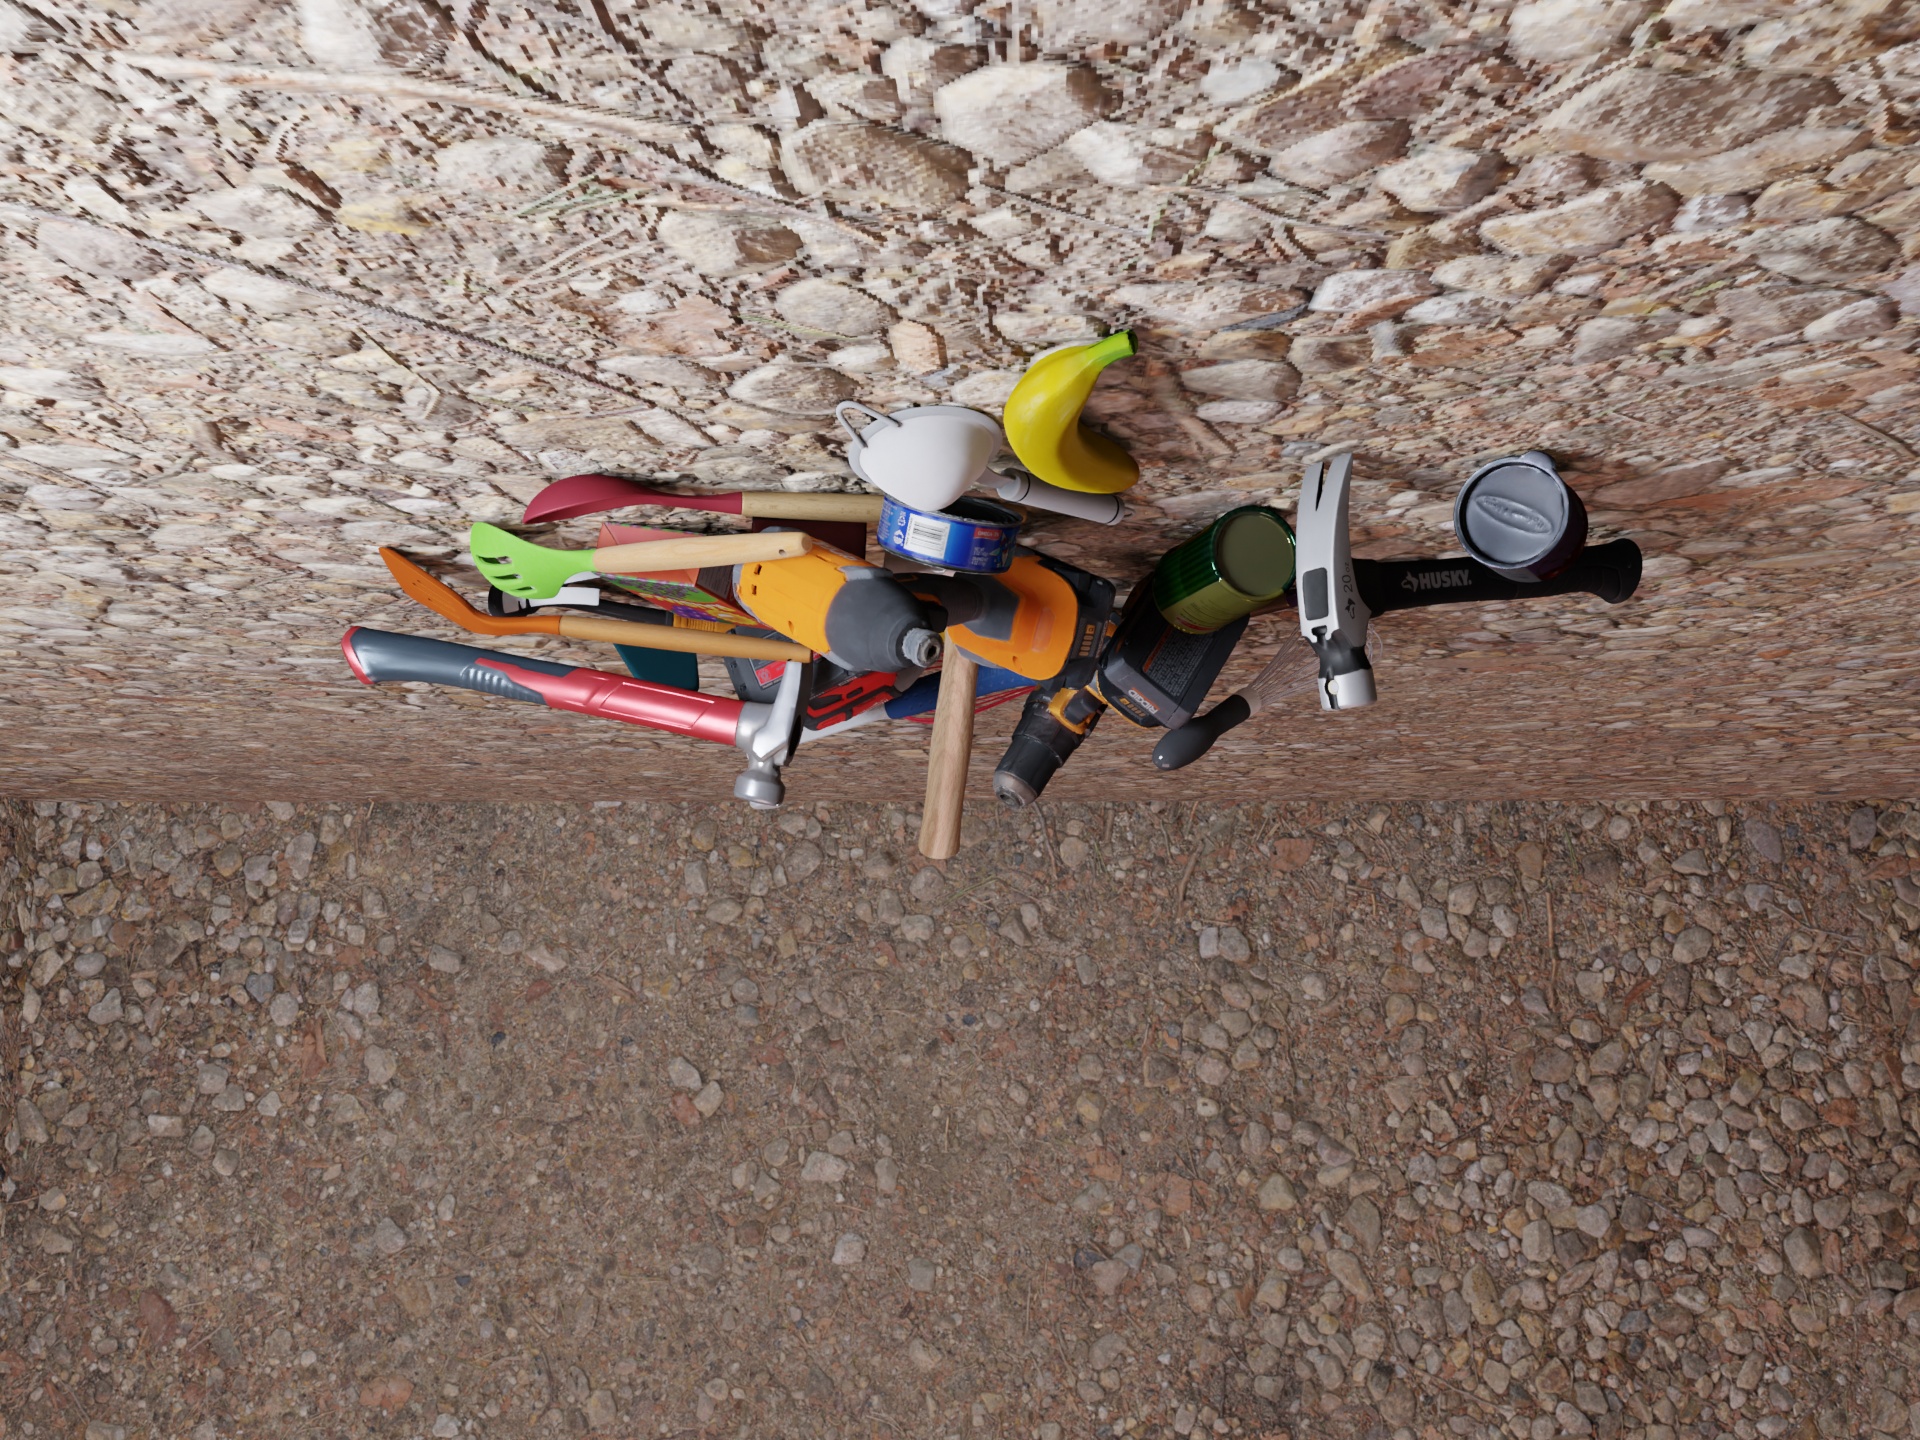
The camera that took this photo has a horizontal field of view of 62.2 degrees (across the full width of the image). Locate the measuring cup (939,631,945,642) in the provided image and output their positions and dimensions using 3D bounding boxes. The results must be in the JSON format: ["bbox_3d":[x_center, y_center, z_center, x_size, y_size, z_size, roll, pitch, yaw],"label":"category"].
[{"bbox_3d":[-0.004,-0.088,1.301,0.062,0.029,0.156,3,172,-14],"label":"measuring cup"}]

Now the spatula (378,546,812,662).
[{"bbox_3d":[-0.268,-0.076,1.174,0.322,0.041,0.081,7,158,1],"label":"spatula"}]

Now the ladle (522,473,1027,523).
[{"bbox_3d":[-0.111,-0.134,0.996,0.315,0.031,0.069,0,-178,-13],"label":"ladle"}]

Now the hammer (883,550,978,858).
[{"bbox_3d":[-0.002,-0.004,1.244,0.130,0.031,0.331,4,136,-3],"label":"hammer"}]

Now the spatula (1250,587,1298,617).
[{"bbox_3d":[0.246,-0.095,1.290,0.059,0.018,0.316,9,167,-41],"label":"spatula"}]

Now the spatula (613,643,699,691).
[{"bbox_3d":[-0.216,-0.021,1.357,0.082,0.044,0.318,7,-171,-31],"label":"spatula"}]

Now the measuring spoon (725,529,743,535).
[{"bbox_3d":[-0.148,-0.120,1.156,0.034,0.018,0.124,12,167,9],"label":"measuring spoon"}]

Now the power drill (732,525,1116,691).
[{"bbox_3d":[-0.008,-0.067,1.002,0.226,0.084,0.164,0,-159,-43],"label":"power drill"}]

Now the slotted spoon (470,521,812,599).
[{"bbox_3d":[-0.214,-0.105,1.016,0.314,0.031,0.070,1,139,37],"label":"slotted spoon"}]

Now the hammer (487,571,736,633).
[{"bbox_3d":[-0.220,-0.081,1.340,0.127,0.034,0.336,-5,171,39],"label":"hammer"}]

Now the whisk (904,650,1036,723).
[{"bbox_3d":[0.067,-0.040,1.554,0.296,0.073,0.073,-4,172,-6],"label":"whisk"}]

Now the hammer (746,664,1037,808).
[{"bbox_3d":[-0.075,-0.018,1.507,0.035,0.144,0.405,6,165,-44],"label":"hammer"}]

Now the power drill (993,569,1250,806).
[{"bbox_3d":[0.112,-0.022,1.247,0.084,0.185,0.226,38,159,-11],"label":"power drill"}]

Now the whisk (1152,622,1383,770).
[{"bbox_3d":[0.245,-0.027,1.263,0.284,0.070,0.070,-30,-168,-37],"label":"whisk"}]

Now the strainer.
[{"bbox_3d":[0.027,-0.138,0.929,0.087,0.050,0.258,-25,161,38],"label":"strainer"}]

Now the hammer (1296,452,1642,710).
[{"bbox_3d":[0.334,-0.096,1.015,0.334,0.146,0.035,-8,179,-37],"label":"hammer"}]

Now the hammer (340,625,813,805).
[{"bbox_3d":[-0.304,-0.041,1.244,0.386,0.143,0.038,11,174,13],"label":"hammer"}]

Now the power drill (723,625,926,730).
[{"bbox_3d":[-0.101,-0.048,1.343,0.143,0.078,0.219,-25,170,10],"label":"power drill"}]
